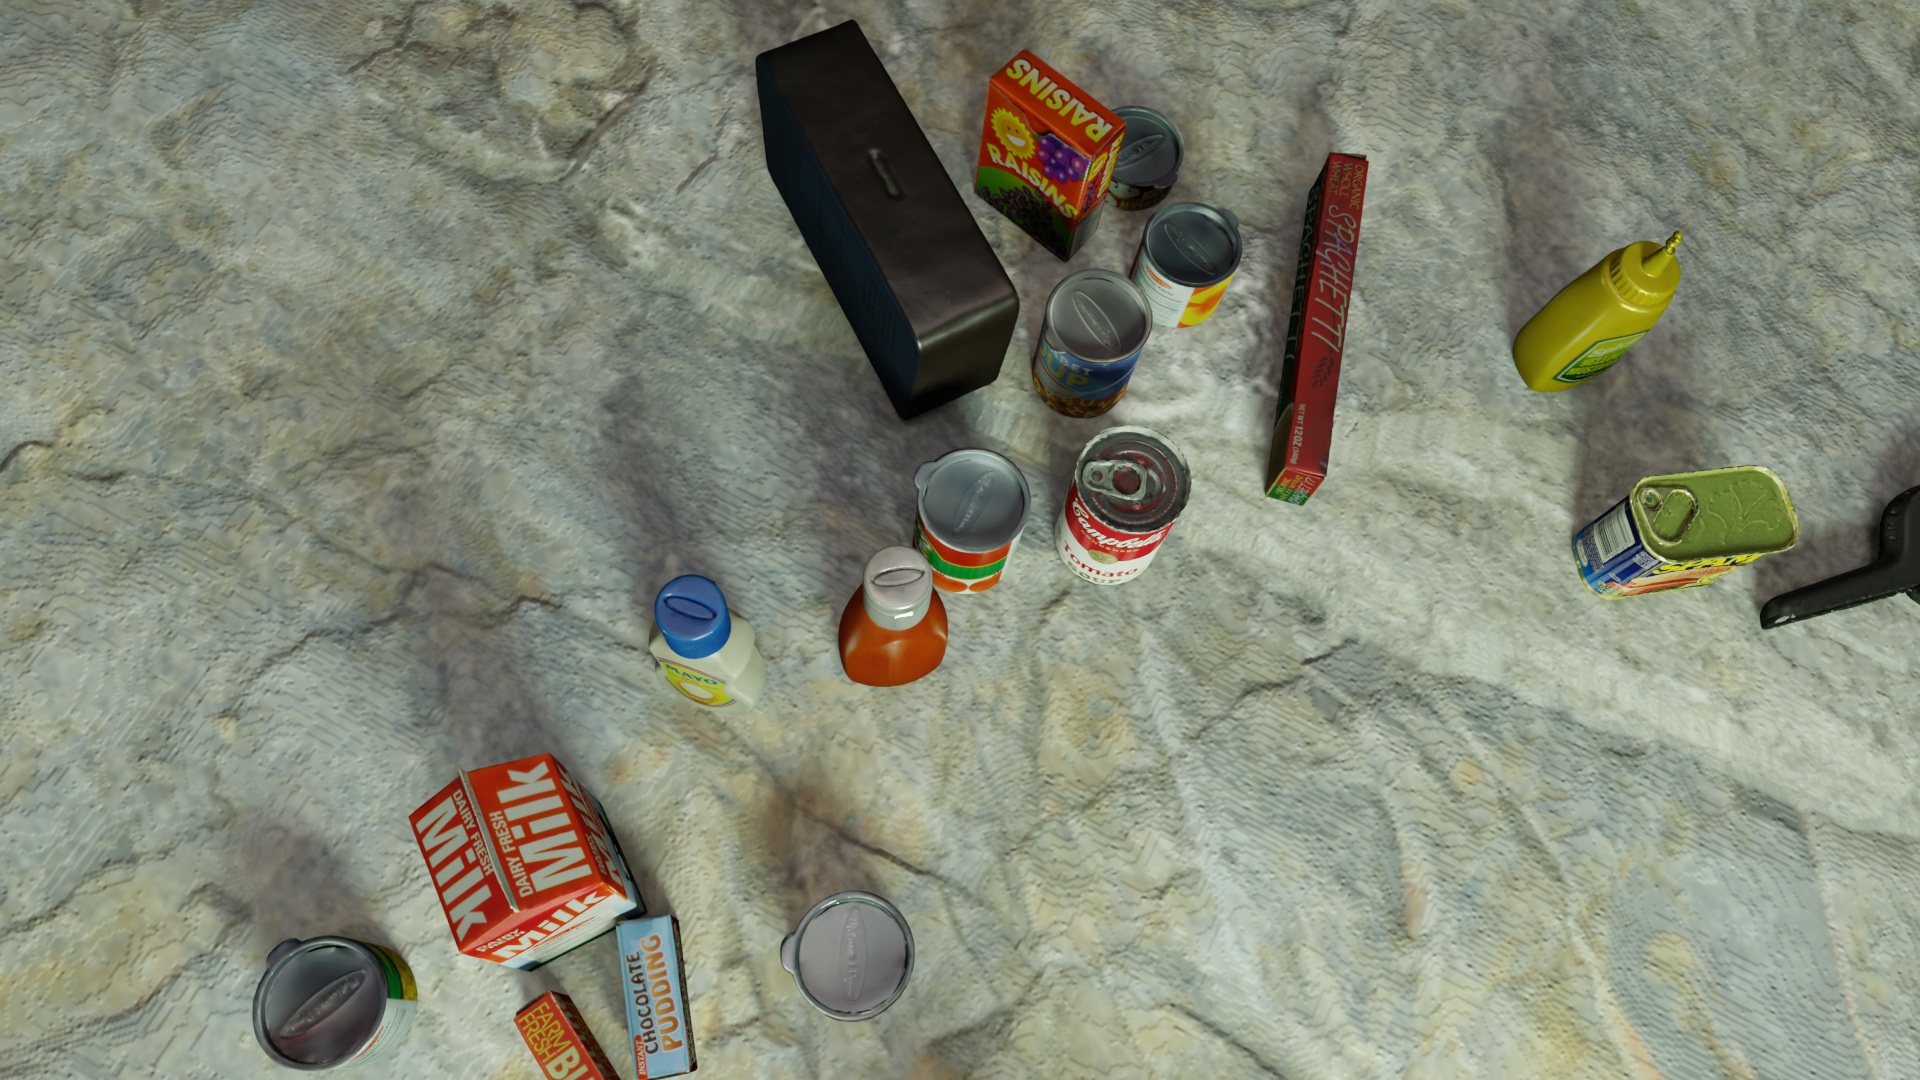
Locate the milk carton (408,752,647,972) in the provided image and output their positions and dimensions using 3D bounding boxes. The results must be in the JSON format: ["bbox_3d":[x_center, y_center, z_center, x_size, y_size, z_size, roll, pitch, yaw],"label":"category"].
[{"bbox_3d":[-0.218,0.164,0.702,0.073,0.190,0.072,-25,74,-13],"label":"milk carton"}]

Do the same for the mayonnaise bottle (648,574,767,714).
[{"bbox_3d":[-0.143,0.059,0.770,0.065,0.147,0.041,19,70,3],"label":"mayonnaise bottle"}]

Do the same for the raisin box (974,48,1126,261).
[{"bbox_3d":[0.056,-0.251,0.915,0.086,0.123,0.040,41,72,10],"label":"raisin box"}]

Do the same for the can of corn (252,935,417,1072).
[{"bbox_3d":[-0.330,0.243,0.734,0.071,0.058,0.071,1,70,-4],"label":"can of corn"}]

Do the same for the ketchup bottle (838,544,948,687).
[{"bbox_3d":[-0.037,0.044,0.784,0.065,0.148,0.043,-10,71,-8],"label":"ketchup bottle"}]

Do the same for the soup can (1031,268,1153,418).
[{"bbox_3d":[0.080,-0.123,0.891,0.071,0.083,0.071,1,70,-4],"label":"soup can"}]

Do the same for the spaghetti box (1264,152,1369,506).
[{"bbox_3d":[0.239,-0.146,0.930,0.029,0.050,0.251,13,69,0],"label":"spaghetti box"}]

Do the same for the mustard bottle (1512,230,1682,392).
[{"bbox_3d":[0.413,-0.148,0.886,0.065,0.159,0.049,-14,72,-9],"label":"mustard bottle"}]

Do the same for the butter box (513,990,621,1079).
[{"bbox_3d":[-0.195,0.287,0.731,0.024,0.053,0.103,-34,76,-15],"label":"butter box"}]

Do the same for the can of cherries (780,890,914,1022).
[{"bbox_3d":[-0.062,0.228,0.761,0.071,0.058,0.072,1,70,-4],"label":"can of cherries"}]

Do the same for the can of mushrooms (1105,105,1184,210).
[{"bbox_3d":[0.122,-0.266,0.974,0.071,0.033,0.071,2,70,-4],"label":"can of mushrooms"}]

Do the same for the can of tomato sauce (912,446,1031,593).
[{"bbox_3d":[0.003,-0.011,0.843,0.071,0.082,0.071,1,70,-4],"label":"can of tomato sauce"}]

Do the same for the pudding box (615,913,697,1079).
[{"bbox_3d":[-0.164,0.247,0.751,0.030,0.049,0.084,-9,71,-8],"label":"pudding box"}]

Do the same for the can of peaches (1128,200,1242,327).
[{"bbox_3d":[0.152,-0.186,0.933,0.071,0.058,0.071,1,70,-4],"label":"can of peaches"}]
